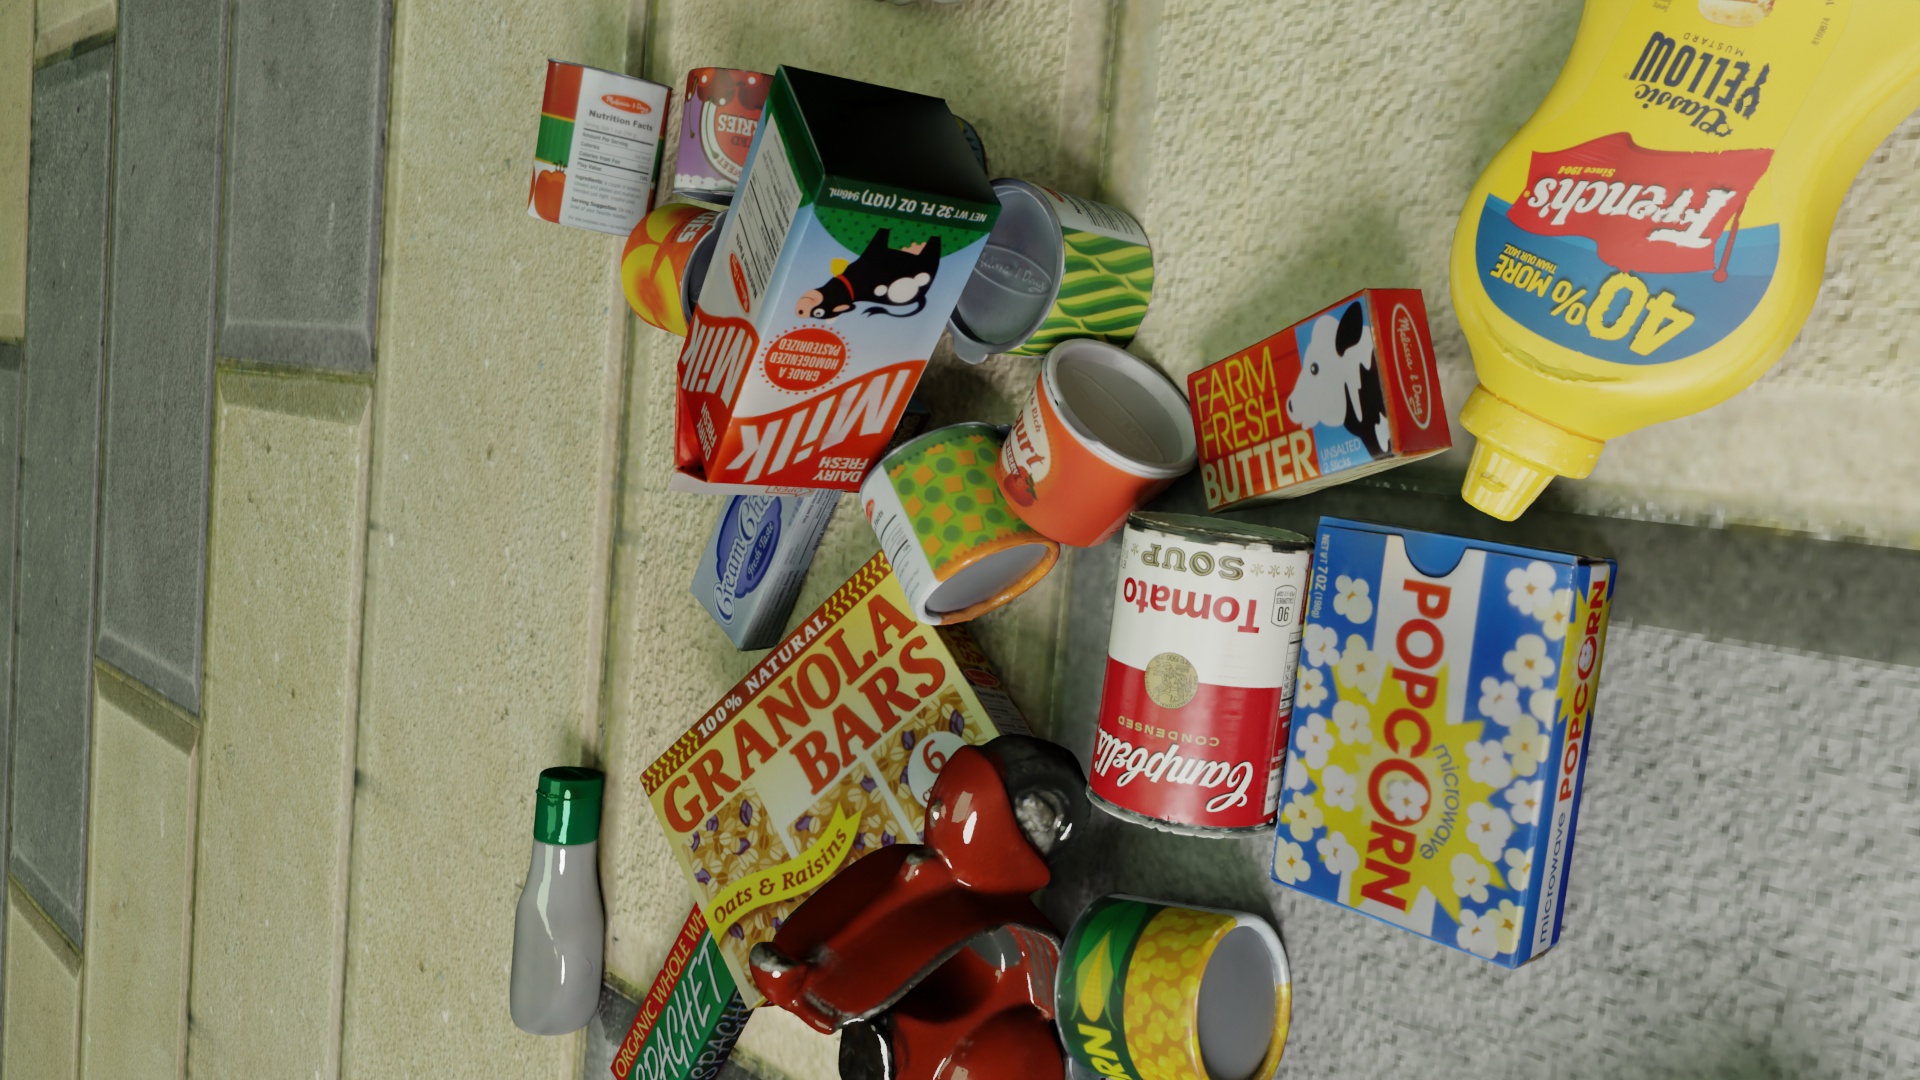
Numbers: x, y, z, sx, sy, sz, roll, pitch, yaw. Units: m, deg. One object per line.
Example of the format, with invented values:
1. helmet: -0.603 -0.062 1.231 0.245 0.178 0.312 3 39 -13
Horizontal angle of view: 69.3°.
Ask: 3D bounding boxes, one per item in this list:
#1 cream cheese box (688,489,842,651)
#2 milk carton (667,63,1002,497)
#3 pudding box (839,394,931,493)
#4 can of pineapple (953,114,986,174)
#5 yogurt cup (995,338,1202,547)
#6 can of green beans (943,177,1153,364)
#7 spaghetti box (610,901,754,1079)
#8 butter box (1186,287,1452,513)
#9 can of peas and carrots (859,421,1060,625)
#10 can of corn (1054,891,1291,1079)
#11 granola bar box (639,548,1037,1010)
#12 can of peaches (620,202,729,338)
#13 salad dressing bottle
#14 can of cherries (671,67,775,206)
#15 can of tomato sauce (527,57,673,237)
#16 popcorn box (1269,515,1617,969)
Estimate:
1. cream cheese box: -0.097 -0.001 0.689 0.053 0.024 0.103 44 118 35
2. milk carton: -0.061 -0.083 0.557 0.189 0.072 0.074 -60 39 39
3. pudding box: -0.055 -0.066 0.646 0.084 0.030 0.049 51 121 31
4. can of pineapple: -0.031 -0.158 0.603 0.071 0.058 0.071 0 90 43
5. yogurt cup: 0.049 -0.034 0.525 0.072 0.072 0.053 59 135 26
6. can of green beans: 0.033 -0.103 0.543 0.071 0.058 0.071 0 90 43
7. spaghetti box: -0.116 0.205 0.703 0.050 0.029 0.249 46 119 33
8. butter box: 0.115 -0.044 0.464 0.103 0.024 0.053 158 105 -65
9. can of peas and carrots: 0.002 -0.007 0.569 0.070 0.071 0.059 -43 62 35
10. can of corn: 0.076 0.164 0.494 0.058 0.071 0.071 -5 87 43
11. granola bar box: -0.052 0.104 0.607 0.165 0.039 0.124 -42 62 16
12. can of peaches: -0.126 -0.133 0.687 0.058 0.071 0.071 23 106 42
13. salad dressing bottle: -0.231 0.207 0.803 0.064 0.044 0.147 9 95 45
14. can of cherries: -0.100 -0.189 0.662 0.071 0.071 0.058 16 100 42
15. can of tomato sauce: -0.197 -0.213 0.757 0.071 0.071 0.083 24 107 41
16. popcorn box: 0.152 0.060 0.444 0.085 0.038 0.126 12 99 44
